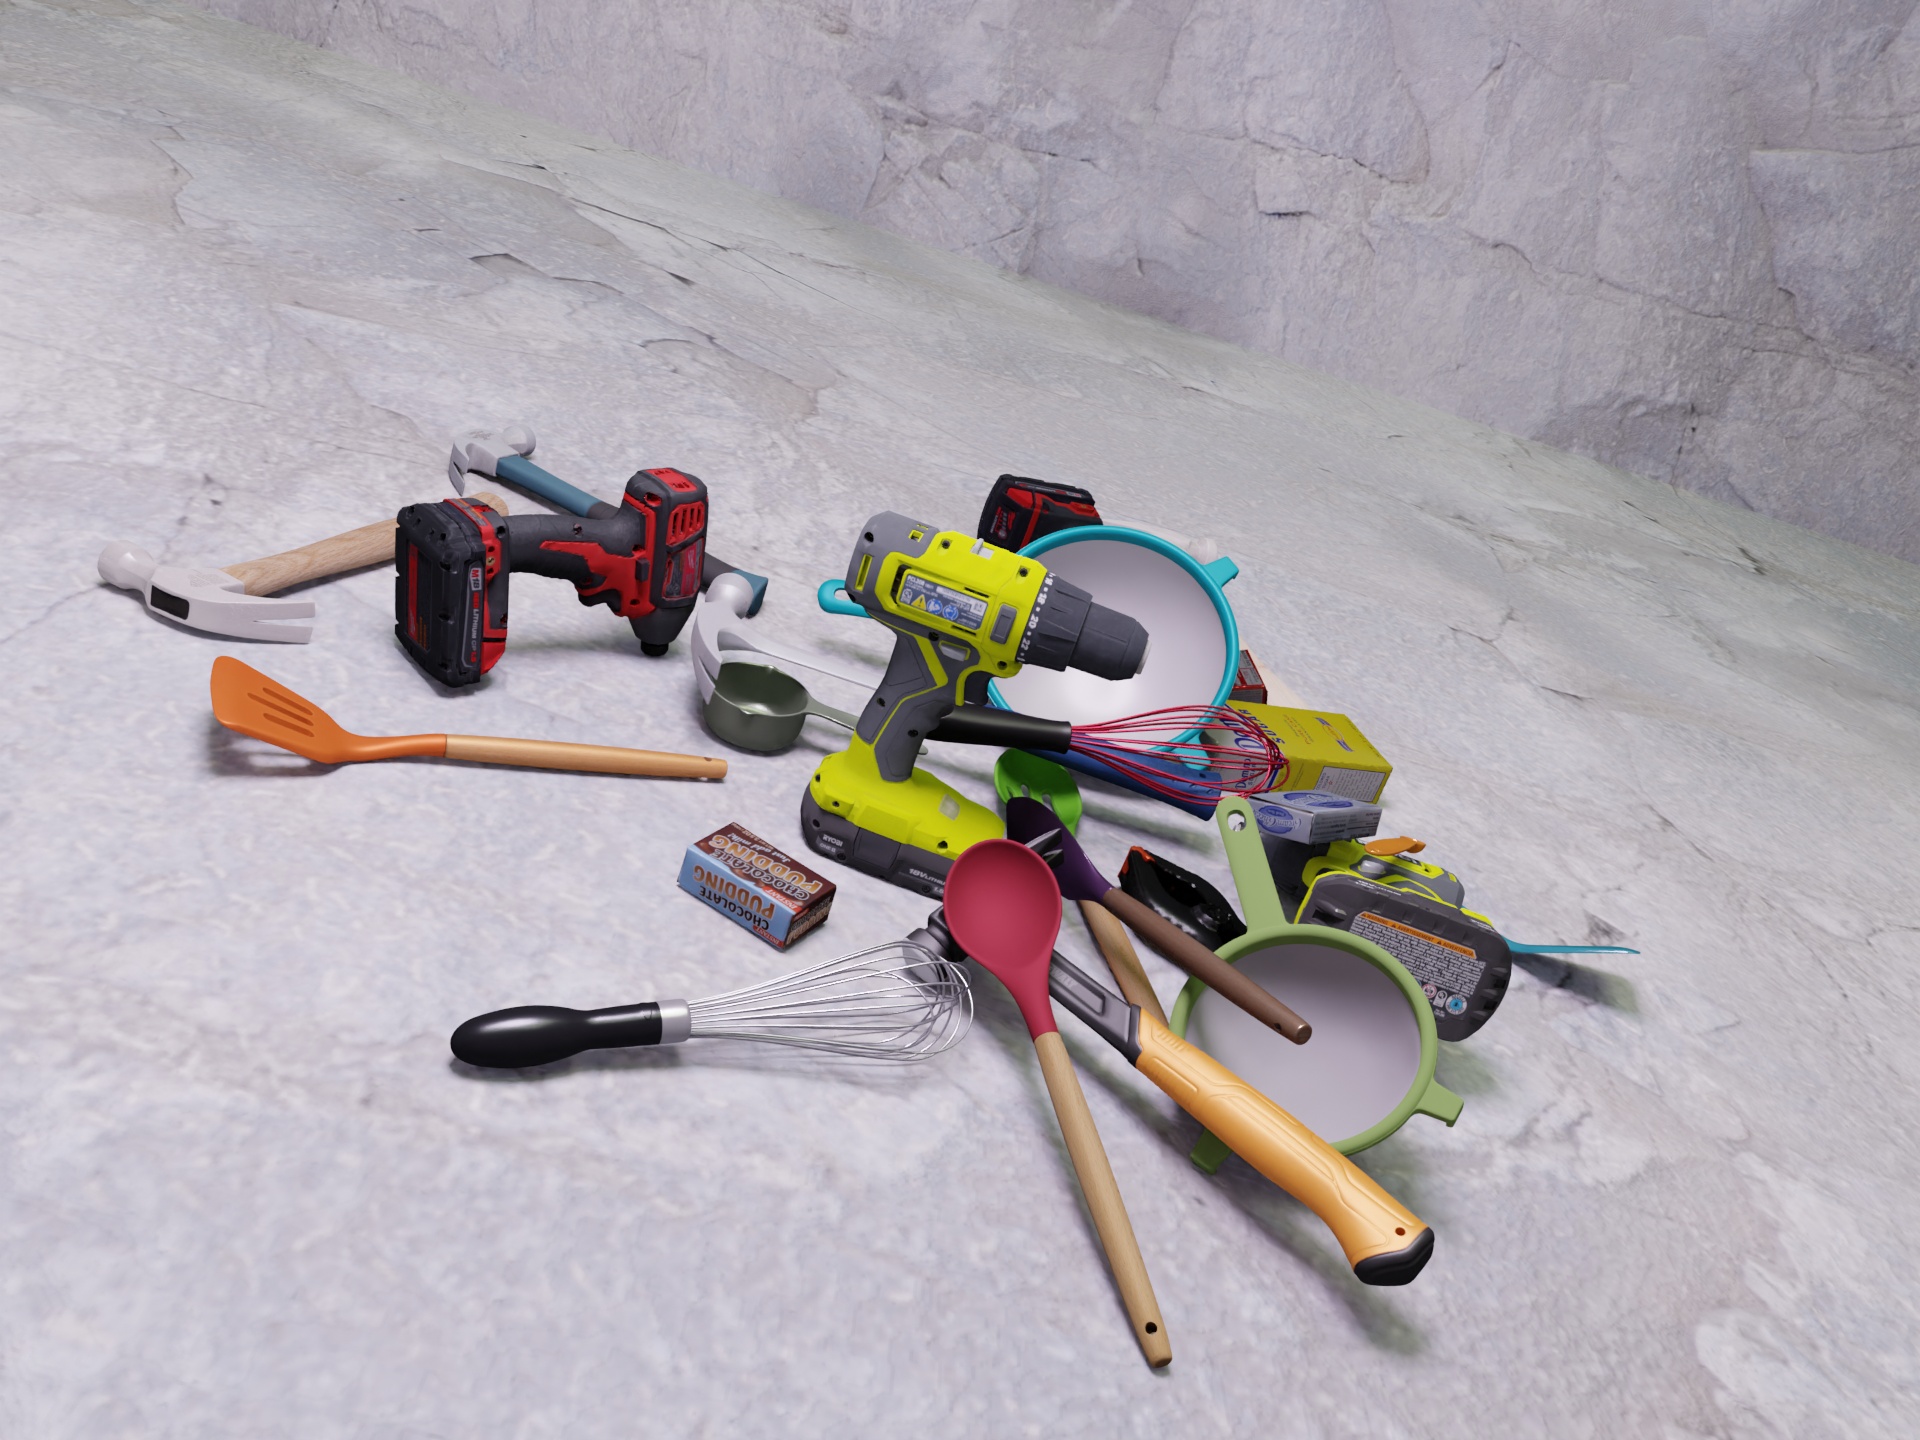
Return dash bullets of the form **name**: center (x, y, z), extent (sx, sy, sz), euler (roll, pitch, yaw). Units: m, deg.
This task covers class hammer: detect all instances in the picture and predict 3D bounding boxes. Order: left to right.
- **hammer**: center (-0.450, -0.125, 1.177), extent (0.130, 0.031, 0.331), euler (26, 26, 15)
- **hammer**: center (-0.303, -0.175, 1.372), extent (0.331, 0.033, 0.128), euler (28, 26, 17)
- **hammer**: center (-0.002, -0.004, 1.160), extent (0.405, 0.035, 0.144), euler (19, 28, -6)
- **hammer**: center (0.122, 0.186, 0.889), extent (0.127, 0.034, 0.337), euler (-35, 51, -26)
- **hammer**: center (0.246, -0.100, 1.597), extent (0.146, 0.038, 0.411), euler (9, 28, -17)

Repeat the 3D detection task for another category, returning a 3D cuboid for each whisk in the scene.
- **whisk**: center (-0.122, 0.154, 0.838), extent (0.284, 0.070, 0.070), euler (0, 32, -27)
- **whisk**: center (0.093, 0.014, 1.116), extent (0.295, 0.073, 0.073), euler (8, 28, -12)

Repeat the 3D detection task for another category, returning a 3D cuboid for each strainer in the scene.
- **strainer**: center (0.052, -0.058, 1.301), extent (0.340, 0.095, 0.211), euler (10, 67, 5)
- **strainer**: center (0.194, 0.161, 0.965), extent (0.151, 0.069, 0.257), euler (-13, 47, 5)

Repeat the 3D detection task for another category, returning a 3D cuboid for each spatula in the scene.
- **spatula**: center (-0.300, 0.010, 1.006), extent (0.322, 0.041, 0.081), euler (6, 28, -27)
- **spatula**: center (0.108, 0.118, 0.980), extent (0.018, 0.059, 0.316), euler (-13, 25, -26)
- **spatula**: center (0.360, 0.124, 1.232), extent (0.318, 0.044, 0.082), euler (27, 4, 19)

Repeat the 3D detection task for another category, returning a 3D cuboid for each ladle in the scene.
- **ladle**: center (0.055, 0.191, 0.850), extent (0.069, 0.031, 0.316), euler (-19, 48, -1)

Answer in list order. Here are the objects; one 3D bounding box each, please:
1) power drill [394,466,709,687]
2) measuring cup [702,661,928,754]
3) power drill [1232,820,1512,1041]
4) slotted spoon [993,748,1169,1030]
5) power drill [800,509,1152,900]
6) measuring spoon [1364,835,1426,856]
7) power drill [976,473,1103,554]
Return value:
- **power drill**: center (-0.281, -0.099, 1.132), extent (0.219, 0.143, 0.079), euler (-15, 38, -40)
- **measuring cup**: center (-0.107, 0.007, 1.150), extent (0.167, 0.038, 0.083), euler (20, 26, -3)
- **power drill**: center (0.277, 0.129, 1.096), extent (0.171, 0.080, 0.223), euler (20, 11, -1)
- **slotted spoon**: center (0.086, 0.117, 1.079), extent (0.070, 0.031, 0.314), euler (8, 30, -22)
- **power drill**: center (0.002, -0.004, 1.021), extent (0.190, 0.228, 0.080), euler (21, 26, 3)
- **measuring spoon**: center (0.308, 0.093, 1.132), extent (0.021, 0.011, 0.117), euler (20, 10, 29)
- **power drill**: center (0.085, -0.155, 1.554), extent (0.187, 0.080, 0.227), euler (6, 32, -24)
